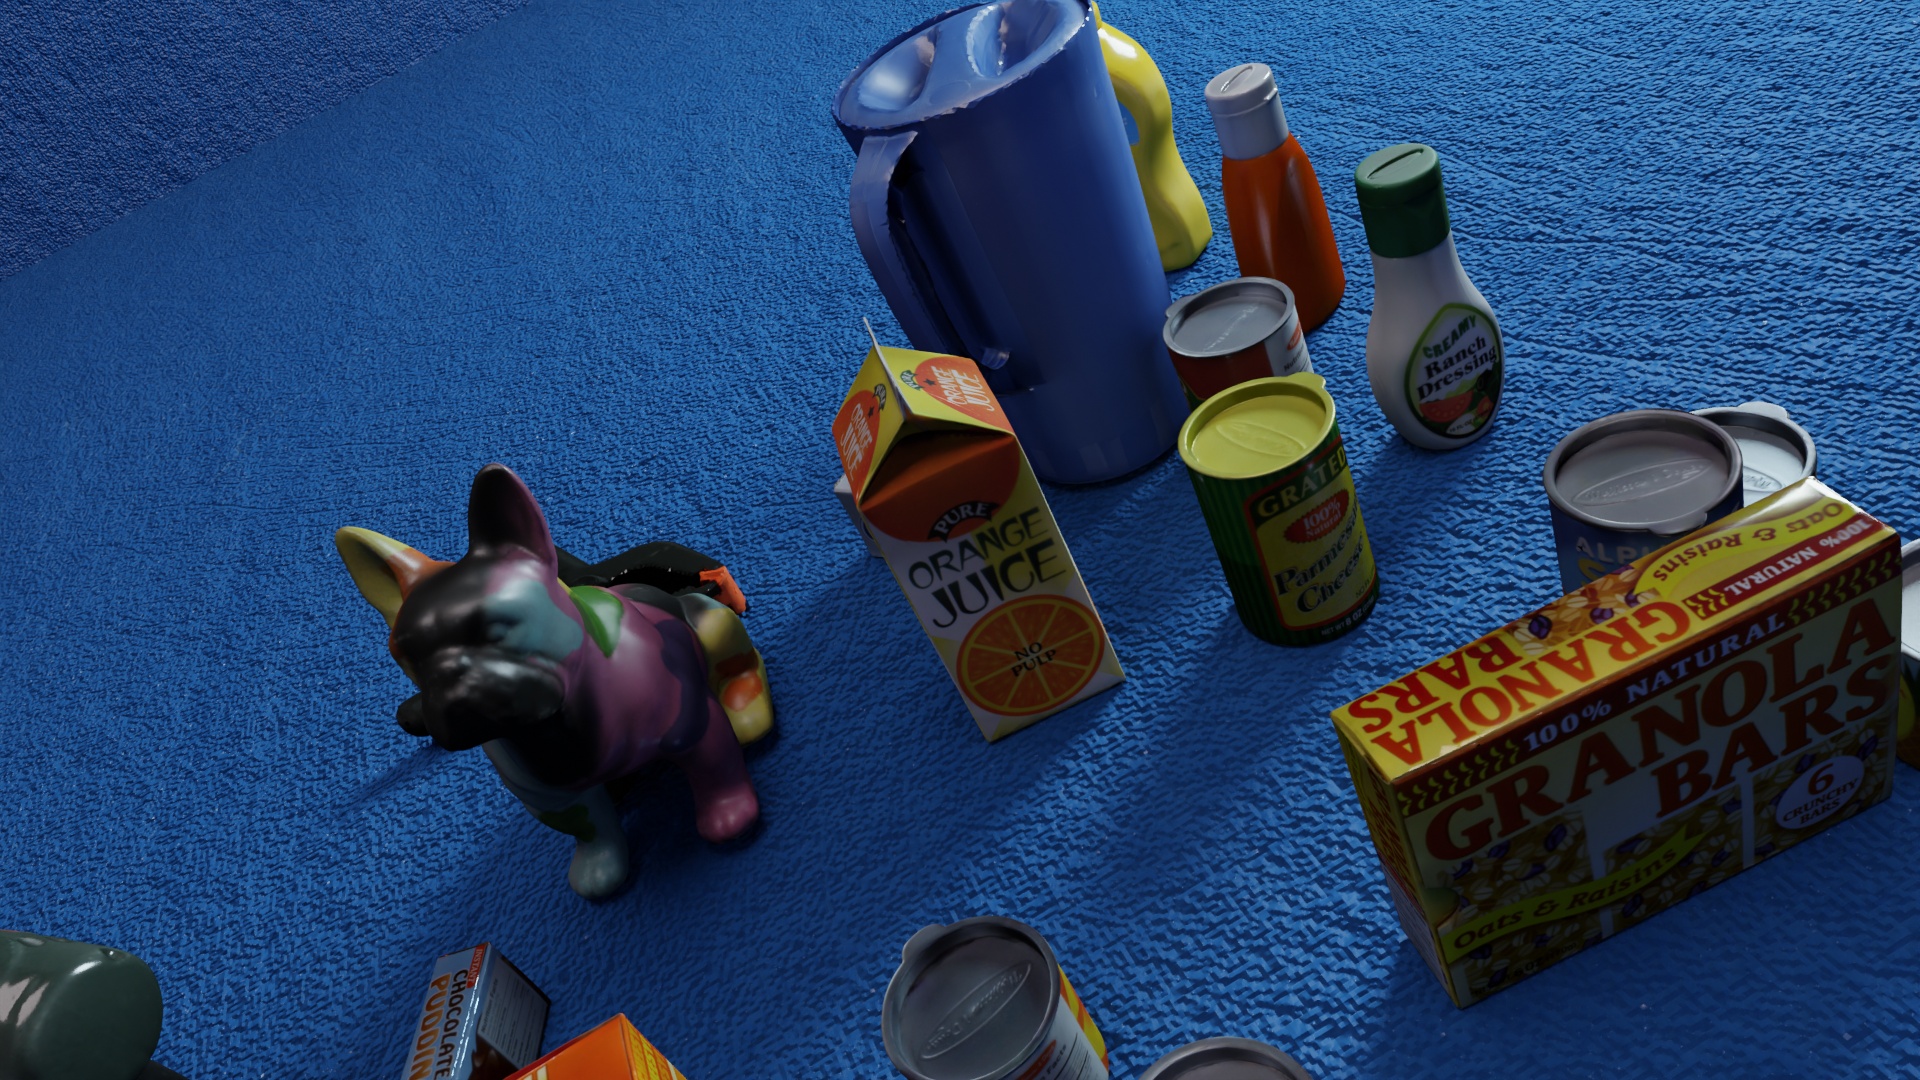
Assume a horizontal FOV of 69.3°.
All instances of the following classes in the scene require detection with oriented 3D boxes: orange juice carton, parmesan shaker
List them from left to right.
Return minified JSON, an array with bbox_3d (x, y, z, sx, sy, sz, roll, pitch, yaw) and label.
[{"bbox_3d":[0.002,-0.008,0.615,0.073,0.192,0.072,-26,35,2],"label":"orange juice carton"},{"bbox_3d":[0.144,-0.013,0.609,0.071,0.102,0.072,-17,37,13],"label":"parmesan shaker"}]

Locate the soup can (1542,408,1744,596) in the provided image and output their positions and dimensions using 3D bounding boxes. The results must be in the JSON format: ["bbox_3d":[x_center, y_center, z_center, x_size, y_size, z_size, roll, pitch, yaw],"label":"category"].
[{"bbox_3d":[0.263,0.004,0.529,0.071,0.083,0.072,-17,37,13],"label":"soup can"}]

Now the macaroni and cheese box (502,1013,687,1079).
[{"bbox_3d":[-0.110,0.228,0.413,0.124,0.165,0.040,-31,36,-6],"label":"macaroni and cheese box"}]

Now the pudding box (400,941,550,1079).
[{"bbox_3d":[-0.205,0.219,0.584,0.030,0.049,0.084,-19,36,11],"label":"pudding box"}]

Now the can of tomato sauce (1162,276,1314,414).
[{"bbox_3d":[0.145,-0.082,0.711,0.071,0.082,0.071,-17,37,13],"label":"can of tomato sauce"}]

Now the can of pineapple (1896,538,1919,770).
[{"bbox_3d":[0.337,0.039,0.461,0.071,0.057,0.071,-17,37,13],"label":"can of pineapple"}]

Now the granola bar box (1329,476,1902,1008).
[{"bbox_3d":[0.213,0.069,0.445,0.165,0.123,0.039,-27,35,0],"label":"granola bar box"}]

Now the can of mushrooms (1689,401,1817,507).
[{"bbox_3d":[0.317,-0.024,0.573,0.071,0.033,0.071,-17,37,13],"label":"can of mushrooms"}]

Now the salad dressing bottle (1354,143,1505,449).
[{"bbox_3d":[0.216,-0.111,0.648,0.064,0.147,0.044,-29,36,-3],"label":"salad dressing bottle"}]

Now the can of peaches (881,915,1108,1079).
[{"bbox_3d":[0.012,0.176,0.494,0.071,0.057,0.071,-17,37,13],"label":"can of peaches"}]

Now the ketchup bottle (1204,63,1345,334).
[{"bbox_3d":[0.173,-0.188,0.770,0.043,0.148,0.065,15,53,43],"label":"ketchup bottle"}]

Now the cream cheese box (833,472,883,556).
[{"bbox_3d":[-0.014,-0.015,0.753,0.104,0.053,0.024,3,45,35],"label":"cream cheese box"}]

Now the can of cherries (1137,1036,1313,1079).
[{"bbox_3d":[0.084,0.197,0.422,0.071,0.058,0.072,-17,37,13],"label":"can of cherries"}]
